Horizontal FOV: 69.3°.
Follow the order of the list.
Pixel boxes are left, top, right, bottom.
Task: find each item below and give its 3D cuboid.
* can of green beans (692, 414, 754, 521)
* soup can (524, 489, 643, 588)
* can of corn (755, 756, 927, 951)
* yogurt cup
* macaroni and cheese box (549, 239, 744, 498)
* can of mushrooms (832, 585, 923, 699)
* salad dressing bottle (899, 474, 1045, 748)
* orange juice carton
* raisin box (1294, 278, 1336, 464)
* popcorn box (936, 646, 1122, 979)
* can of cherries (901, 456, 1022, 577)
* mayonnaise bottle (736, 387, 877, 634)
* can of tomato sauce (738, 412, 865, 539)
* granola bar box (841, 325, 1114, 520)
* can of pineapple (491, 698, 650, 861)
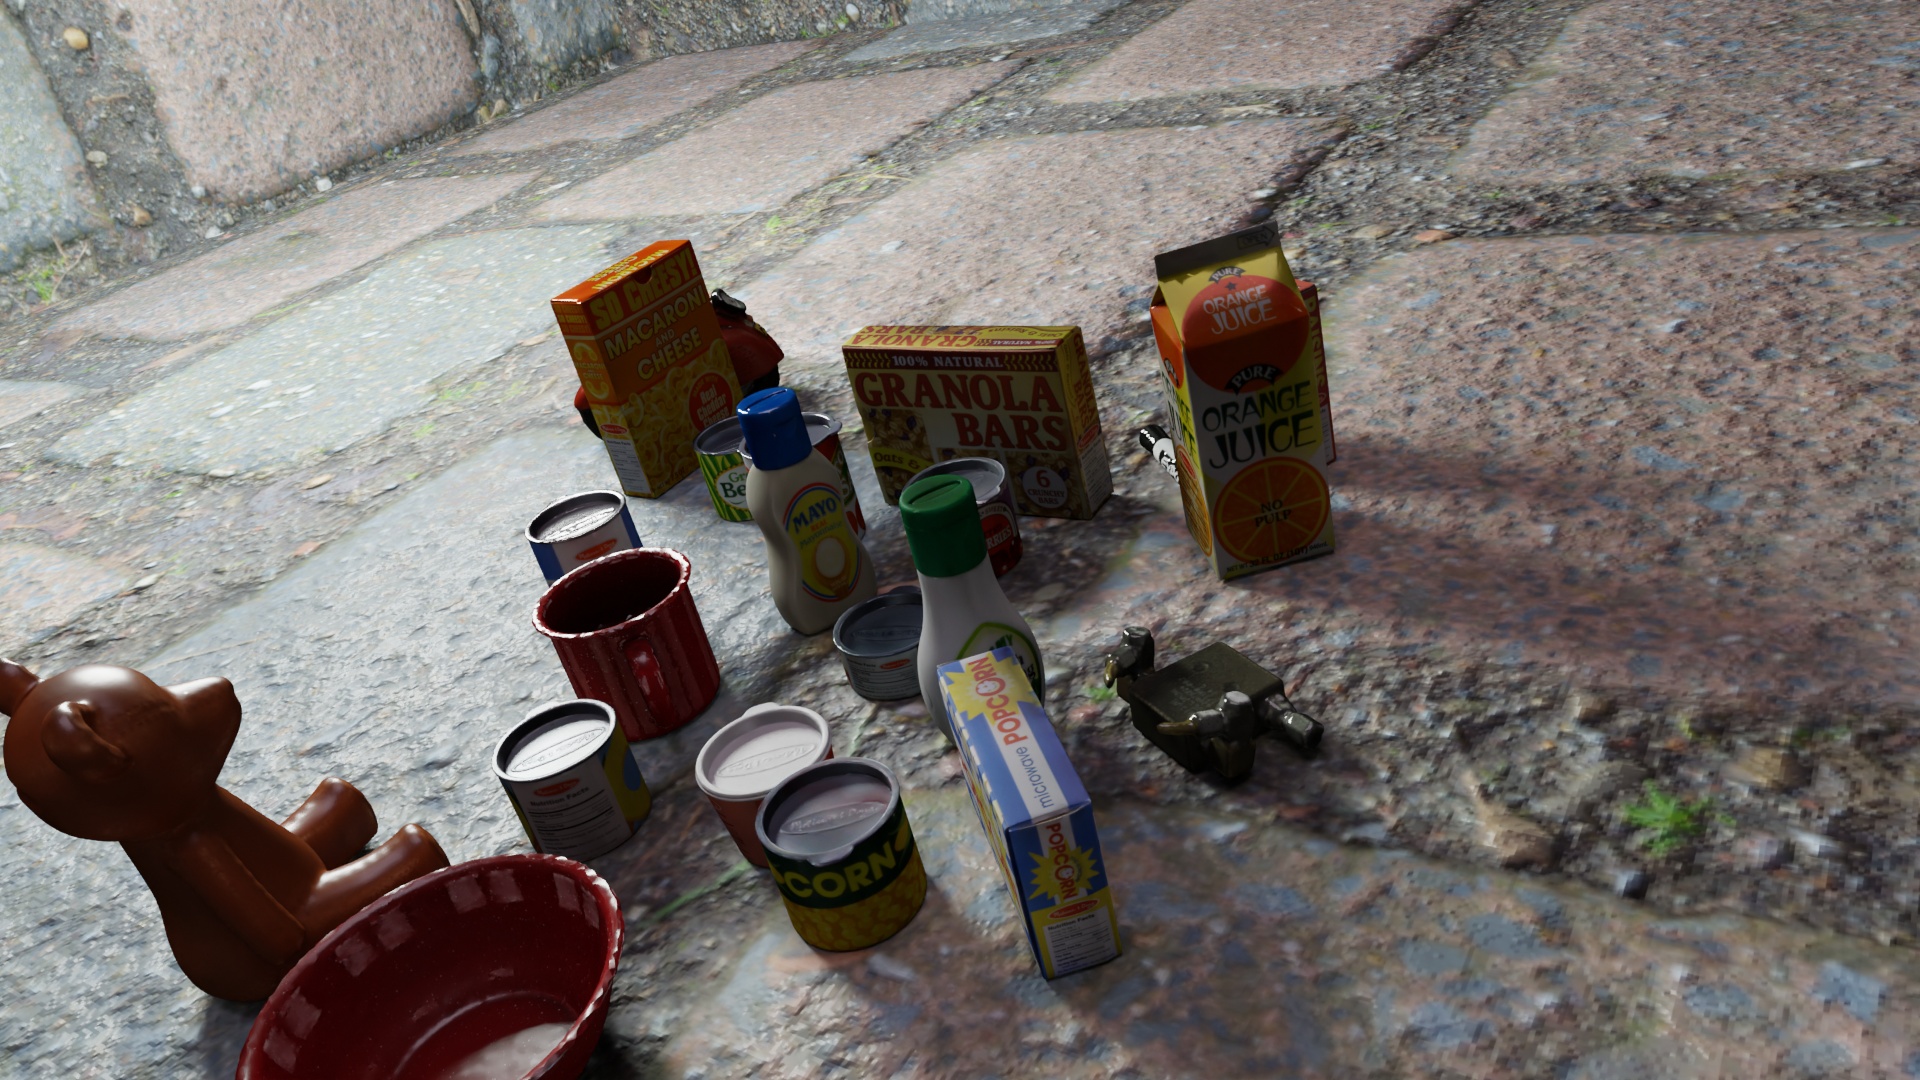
[{"bbox_3d":[-0.157,-0.055,1.023,0.071,0.057,0.071,-11,29,6],"label":"can of green beans"},{"bbox_3d":[-0.237,0.018,0.905,0.071,0.083,0.072,-11,29,6],"label":"soup can"},{"bbox_3d":[-0.053,0.143,0.627,0.071,0.058,0.071,-11,29,6],"label":"can of corn"},{"bbox_3d":[-0.090,0.123,0.684,0.072,0.053,0.073,-11,29,6],"label":"yogurt cup"},{"bbox_3d":[-0.237,-0.136,1.089,0.040,0.165,0.124,7,35,34],"label":"macaroni and cheese box"},{"bbox_3d":[-0.036,0.058,0.794,0.071,0.033,0.071,-11,29,6],"label":"can of mushrooms"},{"bbox_3d":[0.003,0.039,0.692,0.064,0.147,0.044,-25,30,-18],"label":"salad dressing bottle"},{"bbox_3d":[0.157,-0.081,0.787,0.072,0.191,0.073,-15,29,-1],"label":"orange juice carton"},{"bbox_3d":[0.193,-0.109,0.893,0.040,0.122,0.086,-26,31,-20],"label":"raisin box"},{"bbox_3d":[0.029,0.115,0.611,0.038,0.085,0.127,-18,29,-6],"label":"popcorn box"},{"bbox_3d":[0.003,-0.011,0.872,0.071,0.058,0.072,-11,29,6],"label":"can of cherries"},{"bbox_3d":[-0.097,-0.019,0.839,0.065,0.147,0.041,-30,32,-27],"label":"mayonnaise bottle"},{"bbox_3d":[-0.104,-0.036,0.939,0.071,0.082,0.071,-11,29,6],"label":"can of tomato sauce"},{"bbox_3d":[0.010,-0.080,0.923,0.165,0.123,0.039,5,34,32],"label":"granola bar box"},{"bbox_3d":[-0.202,0.124,0.728,0.071,0.057,0.071,-11,29,6],"label":"can of pineapple"}]
